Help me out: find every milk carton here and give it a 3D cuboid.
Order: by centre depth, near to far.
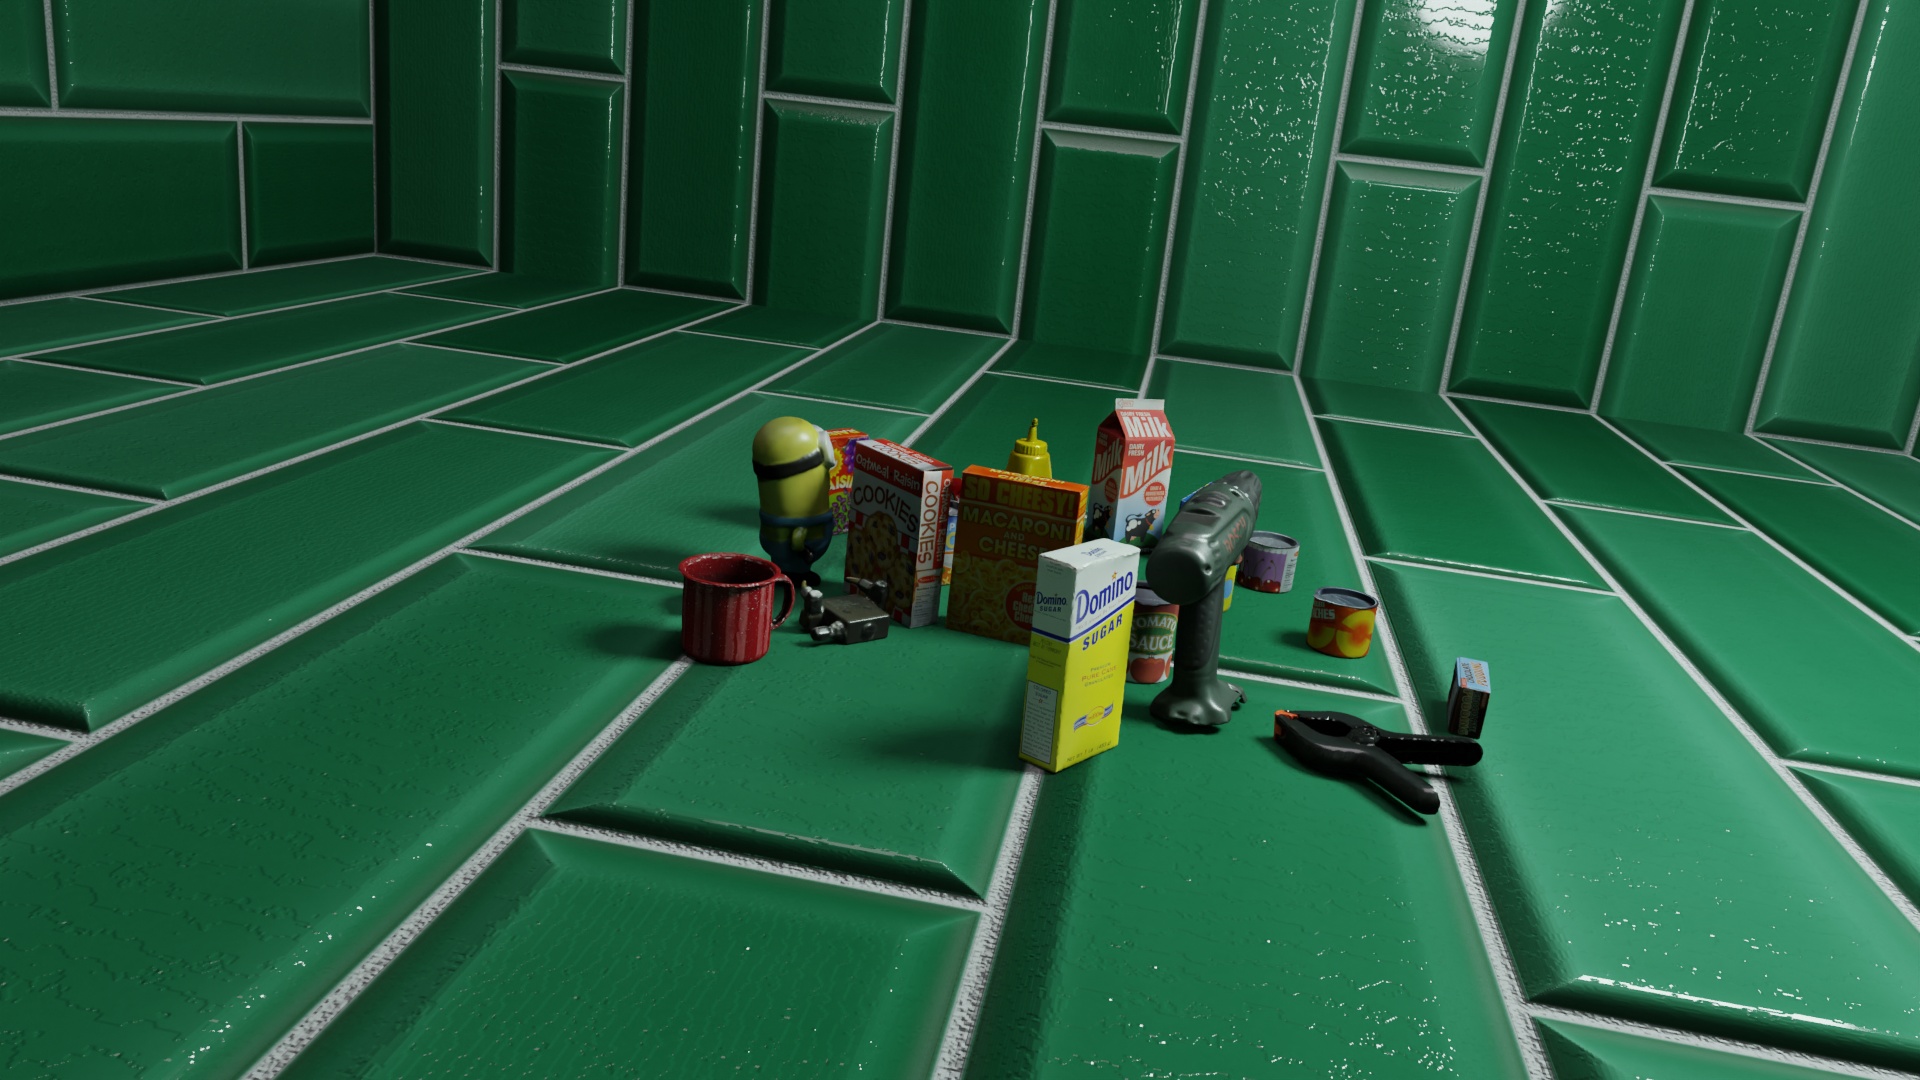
[{"bbox_3d":[0.212,-0.083,1.726,0.072,0.189,0.073,-2,18,-25],"label":"milk carton"}]

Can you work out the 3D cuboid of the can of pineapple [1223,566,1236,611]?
[{"bbox_3d":[0.276,0.044,1.563,0.071,0.057,0.071,6,17,-2],"label":"can of pineapple"}]

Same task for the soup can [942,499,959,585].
[{"bbox_3d":[-0.026,0.002,1.549,0.071,0.083,0.071,6,17,-2],"label":"soup can"}]

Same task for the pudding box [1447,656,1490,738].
[{"bbox_3d":[0.479,0.147,1.311,0.030,0.049,0.084,11,17,16],"label":"pudding box"}]

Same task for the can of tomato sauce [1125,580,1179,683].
[{"bbox_3d":[0.175,0.088,1.338,0.071,0.082,0.071,6,17,-2],"label":"can of tomato sauce"}]

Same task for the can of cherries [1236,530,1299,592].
[{"bbox_3d":[0.364,0.025,1.656,0.071,0.058,0.072,6,17,-2],"label":"can of cherries"}]

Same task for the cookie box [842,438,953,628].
[{"bbox_3d":[-0.065,-0.010,1.430,0.040,0.166,0.123,-7,21,-38],"label":"cookie box"}]

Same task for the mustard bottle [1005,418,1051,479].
[{"bbox_3d":[0.082,-0.073,1.700,0.049,0.159,0.065,20,21,39],"label":"mustard bottle"}]

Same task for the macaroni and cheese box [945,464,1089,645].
[{"bbox_3d":[0.055,0.017,1.387,0.124,0.165,0.040,11,17,15],"label":"macaroni and cheese box"}]

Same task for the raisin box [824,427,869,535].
[{"bbox_3d":[-0.158,-0.069,1.665,0.086,0.123,0.040,-10,23,-43],"label":"raisin box"}]

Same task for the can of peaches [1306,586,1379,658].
[{"bbox_3d":[0.401,0.086,1.468,0.071,0.058,0.071,6,17,-2],"label":"can of peaches"}]

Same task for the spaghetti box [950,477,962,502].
[{"bbox_3d":[0.006,-0.021,1.693,0.029,0.050,0.251,4,17,-9],"label":"spaghetti box"}]

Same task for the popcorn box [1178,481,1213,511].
[{"bbox_3d":[0.304,-0.019,1.731,0.038,0.085,0.127,14,18,24],"label":"popcorn box"}]
